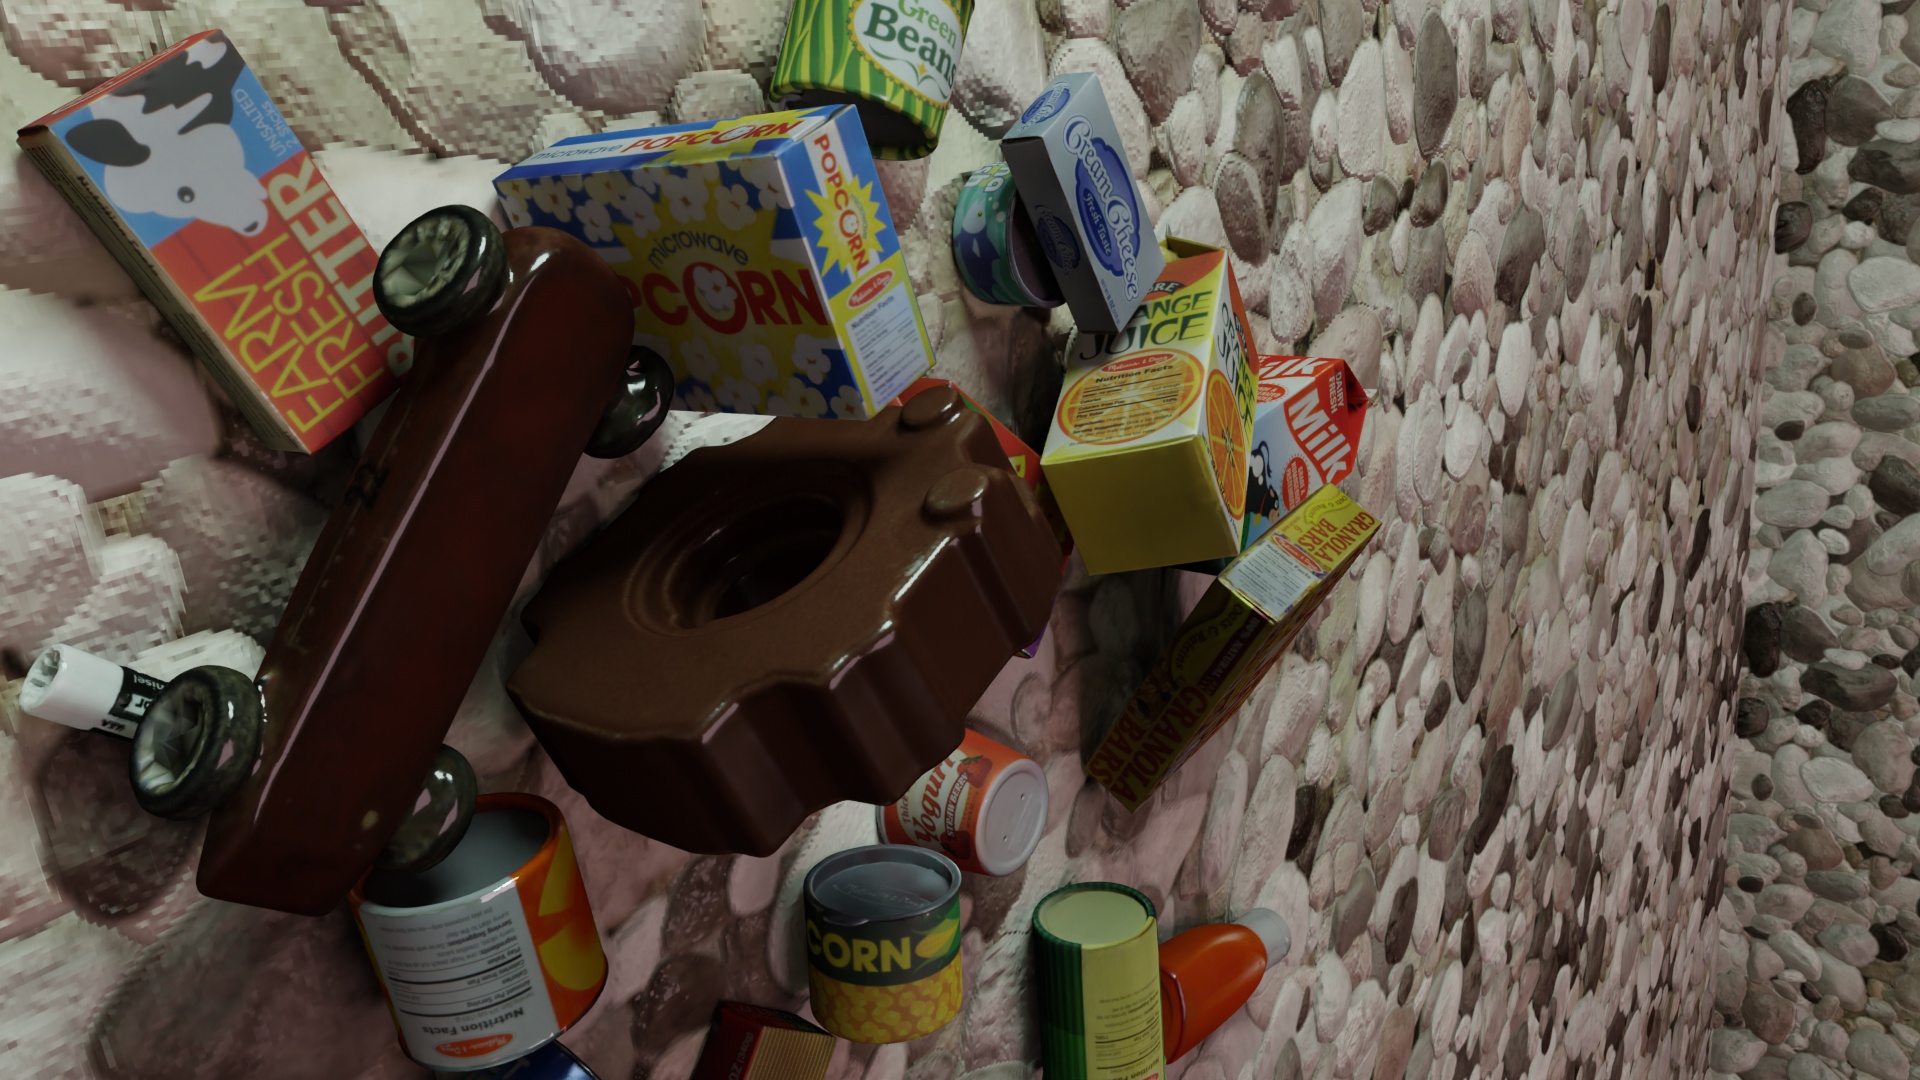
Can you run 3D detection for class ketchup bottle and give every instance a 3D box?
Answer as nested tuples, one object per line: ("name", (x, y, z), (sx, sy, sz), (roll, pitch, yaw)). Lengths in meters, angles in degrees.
("ketchup bottle", (0.157, 0.267, 0.859), (0.149, 0.043, 0.064), (-8, 104, -50))

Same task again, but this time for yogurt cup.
("yogurt cup", (0.004, 0.119, 0.633), (0.072, 0.054, 0.072), (-15, 109, -49))

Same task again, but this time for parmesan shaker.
("parmesan shaker", (0.075, 0.241, 0.734), (0.071, 0.071, 0.102), (-22, 113, -47))

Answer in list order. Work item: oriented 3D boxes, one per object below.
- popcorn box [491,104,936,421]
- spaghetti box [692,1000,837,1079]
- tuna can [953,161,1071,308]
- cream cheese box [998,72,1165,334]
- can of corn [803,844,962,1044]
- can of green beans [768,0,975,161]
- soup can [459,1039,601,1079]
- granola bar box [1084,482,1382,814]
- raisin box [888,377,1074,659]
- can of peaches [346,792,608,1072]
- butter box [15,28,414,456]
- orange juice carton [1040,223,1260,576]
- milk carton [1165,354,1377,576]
("popcorn box", (-0.078, -0.084, 0.434), (0.038, 0.126, 0.085), (-47, 131, -40))
("spaghetti box", (-0.114, 0.311, 0.545), (0.050, 0.028, 0.250), (34, 71, -48))
("tuna can", (0.028, -0.141, 0.629), (0.071, 0.033, 0.071), (-13, 107, -49))
("cream cheese box", (0.056, -0.148, 0.615), (0.053, 0.024, 0.103), (-56, 135, -31))
("can of corn", (-0.033, 0.170, 0.586), (0.071, 0.071, 0.058), (-17, 111, -48))
("can of green beans", (-0.033, -0.182, 0.519), (0.071, 0.071, 0.058), (20, 82, -51))
("soup can", (-0.155, 0.208, 0.448), (0.084, 0.071, 0.071), (-43, 128, -37))
("granola bar box", (0.142, 0.057, 0.737), (0.125, 0.039, 0.164), (-32, 157, -44))
("raisin box", (0.002, -0.008, 0.619), (0.123, 0.040, 0.086), (35, 69, -49))
("can of peaches", (-0.150, 0.119, 0.436), (0.071, 0.071, 0.057), (-31, 120, -44))
("butter box", (-0.192, -0.078, 0.376), (0.053, 0.024, 0.103), (-51, 132, -31))
("orange juice carton", (0.099, -0.077, 0.674), (0.194, 0.073, 0.071), (-72, 145, -46))
("milk carton", (0.163, -0.055, 0.781), (0.191, 0.072, 0.073), (-33, 121, -43))
